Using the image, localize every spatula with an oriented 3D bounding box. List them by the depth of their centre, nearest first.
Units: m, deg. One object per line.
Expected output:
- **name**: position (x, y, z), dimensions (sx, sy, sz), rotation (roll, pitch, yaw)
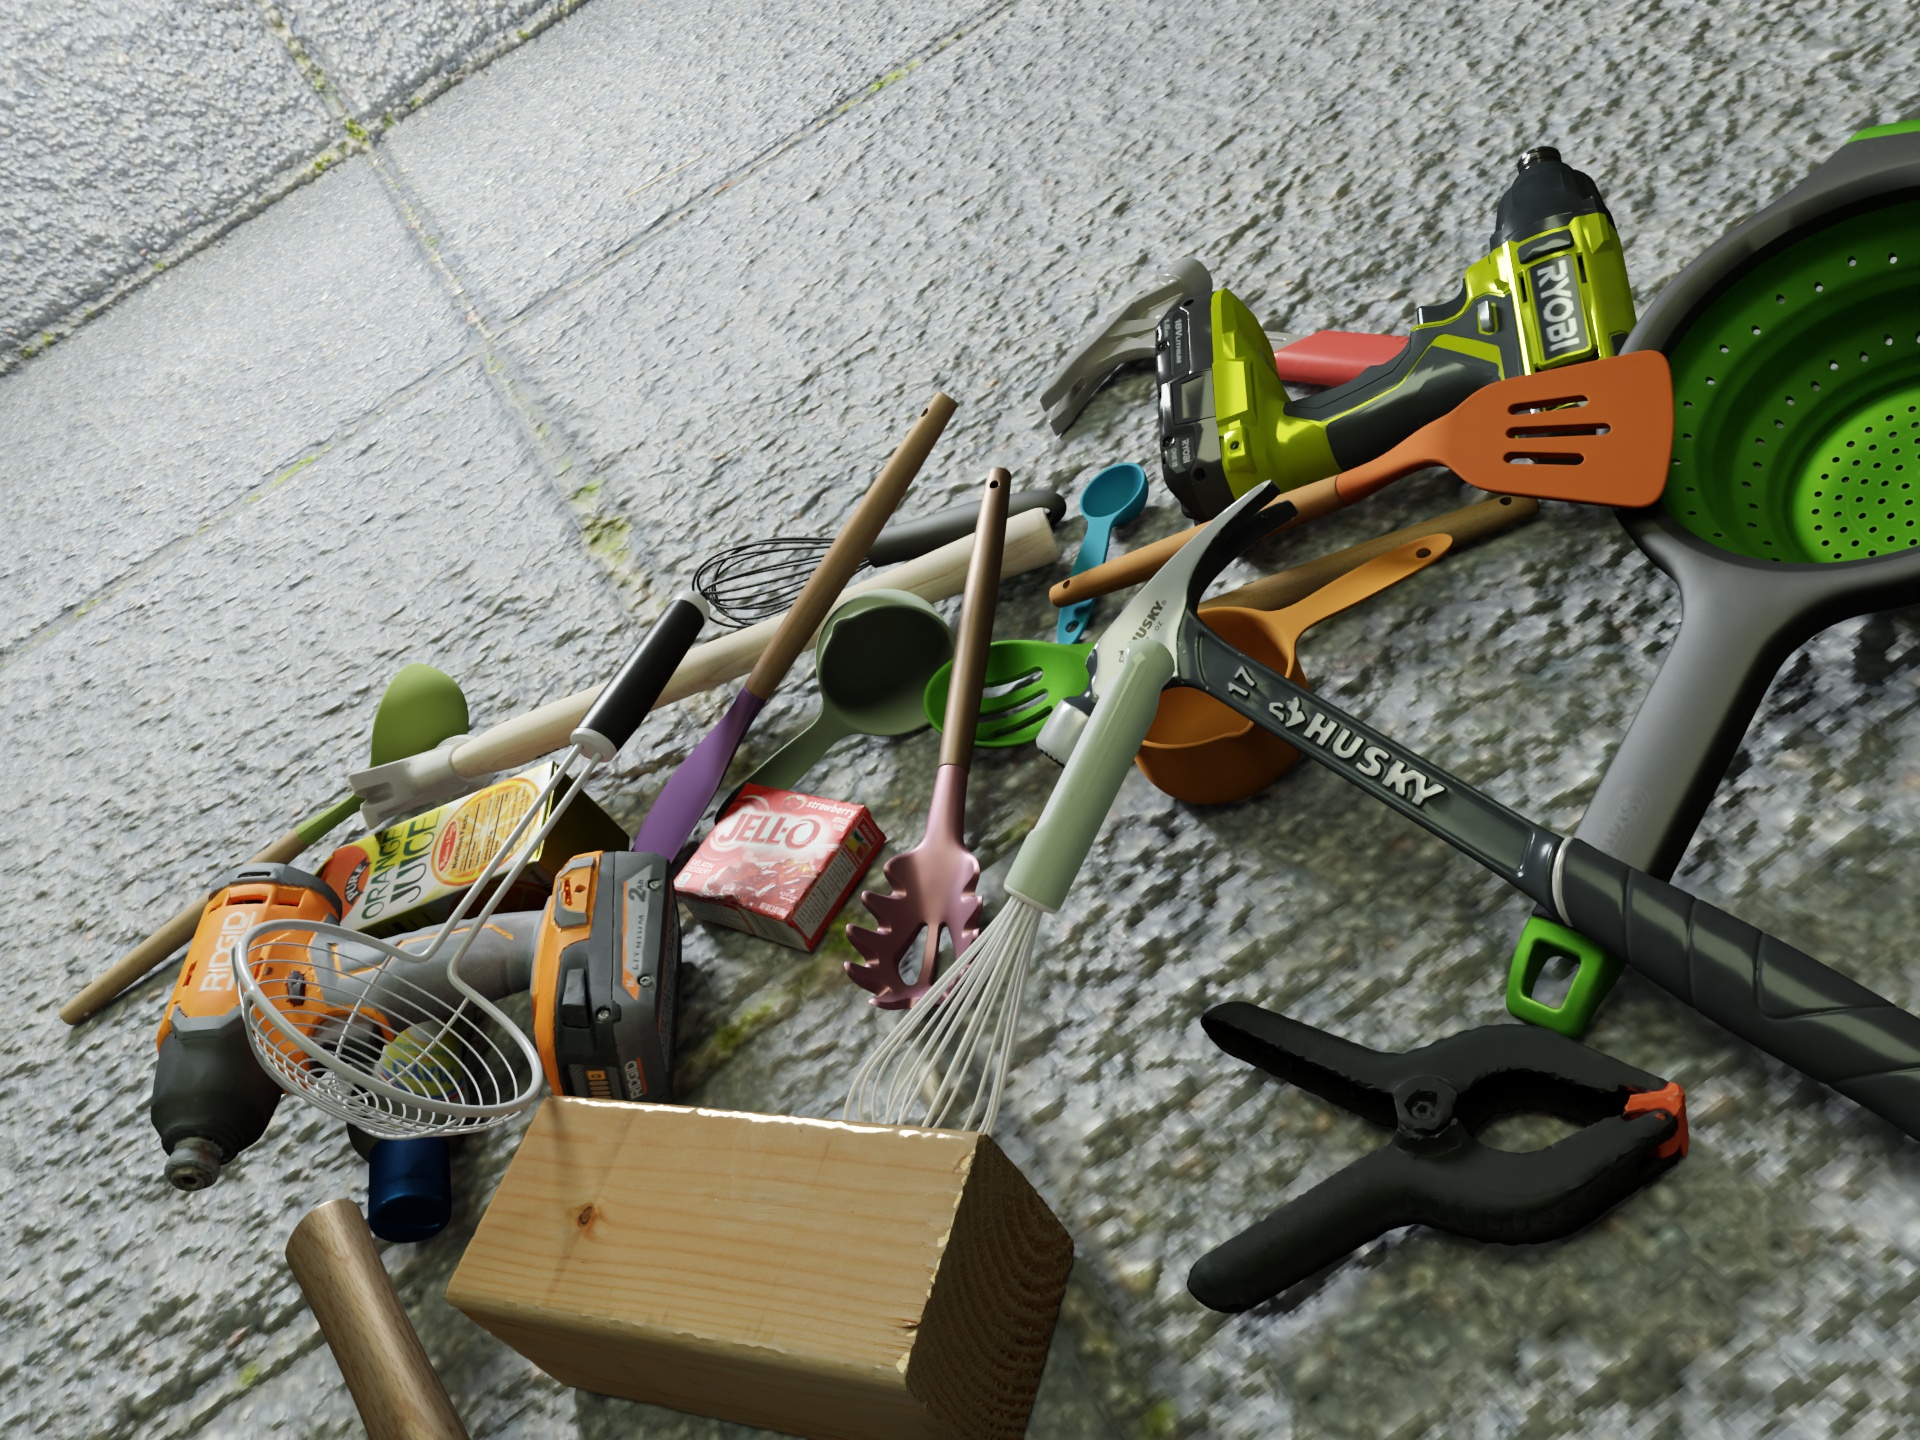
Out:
- **spatula**: position (0.164, -0.095, 0.742), dimensions (0.322, 0.041, 0.081), rotation (-17, 50, 46)
- **spatula**: position (-0.094, -0.037, 0.834), dimensions (0.316, 0.018, 0.060), rotation (-56, 32, 9)

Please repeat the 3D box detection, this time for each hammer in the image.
- **hammer**: position (-0.164, 0.285, 0.542), dimensions (0.130, 0.031, 0.332), rotation (-54, 49, 5)
- **hammer**: position (0.204, 0.043, 0.568), dimensions (0.409, 0.036, 0.149), rotation (36, 93, 39)
- **hammer**: position (0.209, -0.196, 0.886), dimensions (0.359, 0.036, 0.149), rotation (22, 62, 46)
- **hammer**: position (-0.140, -0.031, 0.897), dimensions (0.410, 0.038, 0.146), rotation (-21, 4, 7)

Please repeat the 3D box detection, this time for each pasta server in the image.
- **pasta server**: position (-0.001, -0.002, 0.772), dimensions (0.060, 0.040, 0.316), rotation (0, 58, 14)

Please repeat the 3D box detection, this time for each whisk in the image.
- **whisk**: position (0.024, 0.078, 0.637), dimensions (0.059, 0.058, 0.246), rotation (27, 89, 4)
- **whisk**: position (-0.051, -0.099, 0.951), dimensions (0.239, 0.055, 0.055), rotation (-12, 42, 16)

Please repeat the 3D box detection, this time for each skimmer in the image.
- **skimmer**: position (-0.184, 0.035, 0.713), dimensions (0.090, 0.127, 0.363), rotation (-53, 9, 43)

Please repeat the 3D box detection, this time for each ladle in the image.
- **ladle**: position (-0.443, 0.080, 1.006), dimensions (0.320, 0.078, 0.062), rotation (-38, 77, -1)

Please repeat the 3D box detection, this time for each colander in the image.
- **colander**: position (0.328, -0.045, 0.617), dimensions (0.205, 0.094, 0.397), rotation (22, 80, 51)

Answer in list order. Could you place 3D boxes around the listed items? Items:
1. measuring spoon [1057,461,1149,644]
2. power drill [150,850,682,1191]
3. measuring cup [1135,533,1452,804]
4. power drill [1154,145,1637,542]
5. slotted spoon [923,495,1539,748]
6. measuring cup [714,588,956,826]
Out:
- **measuring spoon**: position (0.078, -0.087, 0.877), dimensions (0.042, 0.021, 0.129), rotation (-6, 53, 38)
- **power drill**: position (-0.248, 0.136, 0.730), dimensions (0.226, 0.084, 0.164), rotation (-3, 40, -3)
- **measuring cup**: position (0.153, -0.025, 0.726), dimensions (0.173, 0.052, 0.095), rotation (-29, 38, -1)
- **power drill**: position (0.215, -0.182, 0.790), dimensions (0.223, 0.080, 0.171), rotation (-14, 62, 29)
- **slotted spoon**: position (0.131, -0.052, 0.790), dimensions (0.314, 0.031, 0.070), rotation (-20, 49, 11)
- **measuring cup**: position (-0.073, -0.004, 0.851), dimensions (0.167, 0.083, 0.038), rotation (-42, 28, 11)
